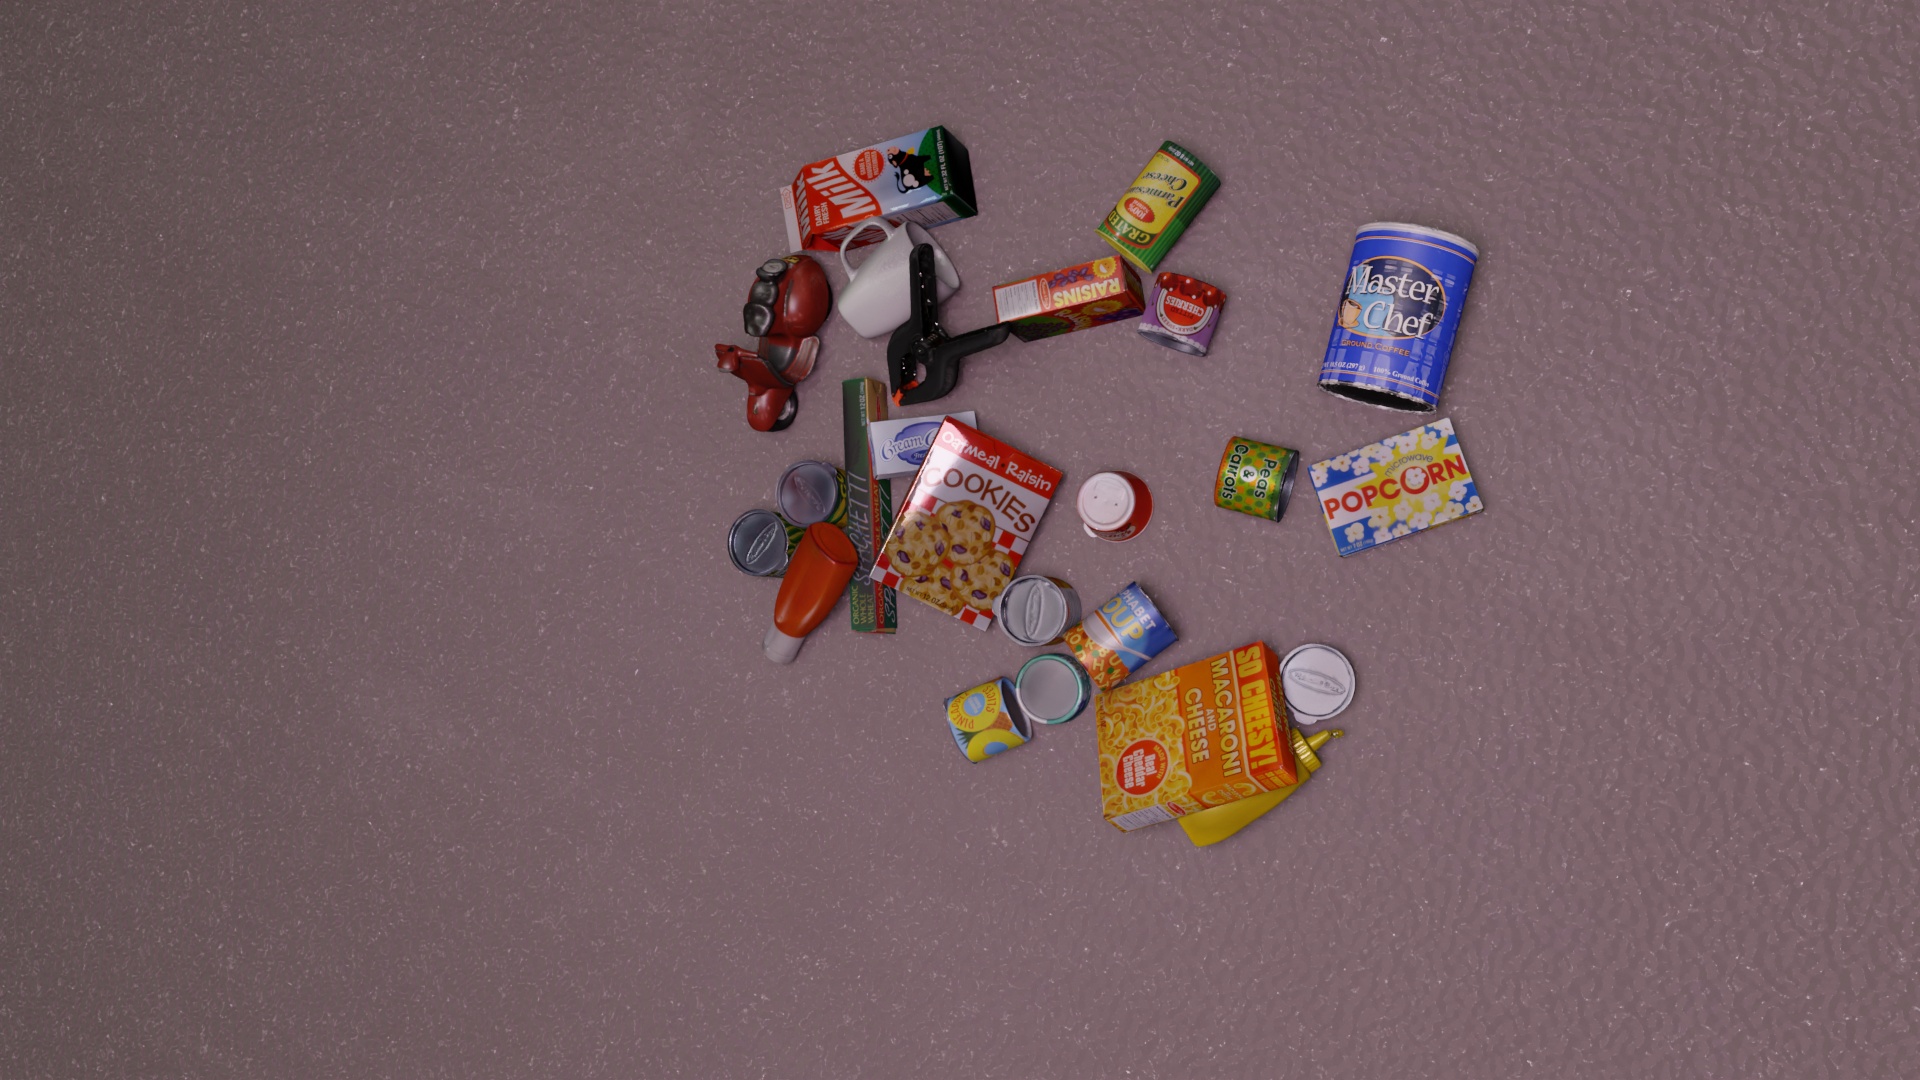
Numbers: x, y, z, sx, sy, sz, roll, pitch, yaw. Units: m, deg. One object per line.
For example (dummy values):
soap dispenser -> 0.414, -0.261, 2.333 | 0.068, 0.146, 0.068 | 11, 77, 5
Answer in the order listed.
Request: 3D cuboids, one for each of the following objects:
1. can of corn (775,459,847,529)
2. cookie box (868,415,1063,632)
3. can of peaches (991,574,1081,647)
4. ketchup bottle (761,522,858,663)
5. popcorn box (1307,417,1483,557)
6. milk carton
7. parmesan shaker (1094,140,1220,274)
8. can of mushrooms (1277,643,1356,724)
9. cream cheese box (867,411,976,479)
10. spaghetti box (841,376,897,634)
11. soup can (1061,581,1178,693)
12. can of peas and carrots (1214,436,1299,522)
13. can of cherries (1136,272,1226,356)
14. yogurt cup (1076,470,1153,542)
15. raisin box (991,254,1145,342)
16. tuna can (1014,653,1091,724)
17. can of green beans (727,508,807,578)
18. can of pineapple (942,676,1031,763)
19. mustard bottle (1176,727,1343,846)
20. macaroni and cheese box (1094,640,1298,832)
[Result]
can of corn -> -0.138, -0.045, 1.367 | 0.071, 0.058, 0.071 | -2, 85, 19
cookie box -> 0.005, -0.016, 1.301 | 0.123, 0.040, 0.167 | 26, 94, -7
can of peaches -> 0.072, 0.065, 1.286 | 0.071, 0.058, 0.071 | -1, 86, 20
ketchup bottle -> -0.151, 0.056, 1.346 | 0.065, 0.043, 0.148 | 54, 128, 35
popcorn box -> 0.375, -0.045, 1.200 | 0.126, 0.038, 0.085 | -20, 79, 17
milk carton -> -0.087, -0.339, 1.366 | 0.190, 0.073, 0.072 | -12, 82, 18
parmesan shaker -> 0.179, -0.307, 1.275 | 0.071, 0.071, 0.103 | 40, 99, 17
can of mushrooms -> 0.310, 0.125, 1.212 | 0.071, 0.033, 0.071 | -1, 85, 18
cream cheese box -> -0.035, -0.092, 1.329 | 0.104, 0.024, 0.053 | -8, 83, -12
spaghetti box -> -0.089, -0.033, 1.354 | 0.028, 0.050, 0.250 | -5, 84, 21
soup can -> 0.142, 0.086, 1.245 | 0.084, 0.071, 0.071 | -36, 75, 1
can of peas and carrots -> 0.260, -0.055, 1.224 | 0.059, 0.071, 0.071 | 15, 91, 20
can of cherries -> 0.201, -0.205, 1.256 | 0.071, 0.071, 0.058 | 22, 93, 19
yogurt cup -> 0.139, -0.034, 1.273 | 0.072, 0.054, 0.072 | -2, 85, 18
raisin box -> 0.102, -0.222, 1.284 | 0.123, 0.086, 0.040 | -12, 81, 18
tuna can -> 0.087, 0.136, 1.288 | 0.071, 0.033, 0.071 | -1, 86, 19
can of green beans -> -0.189, 0.004, 1.381 | 0.071, 0.058, 0.071 | -2, 85, 19
can of pineapple -> 0.026, 0.165, 1.288 | 0.058, 0.071, 0.071 | -25, 78, 15
mustard bottle -> 0.261, 0.204, 1.207 | 0.160, 0.065, 0.048 | -35, 101, 9
macaroni and cheese box -> 0.201, 0.170, 1.200 | 0.166, 0.040, 0.124 | -22, 48, 27
